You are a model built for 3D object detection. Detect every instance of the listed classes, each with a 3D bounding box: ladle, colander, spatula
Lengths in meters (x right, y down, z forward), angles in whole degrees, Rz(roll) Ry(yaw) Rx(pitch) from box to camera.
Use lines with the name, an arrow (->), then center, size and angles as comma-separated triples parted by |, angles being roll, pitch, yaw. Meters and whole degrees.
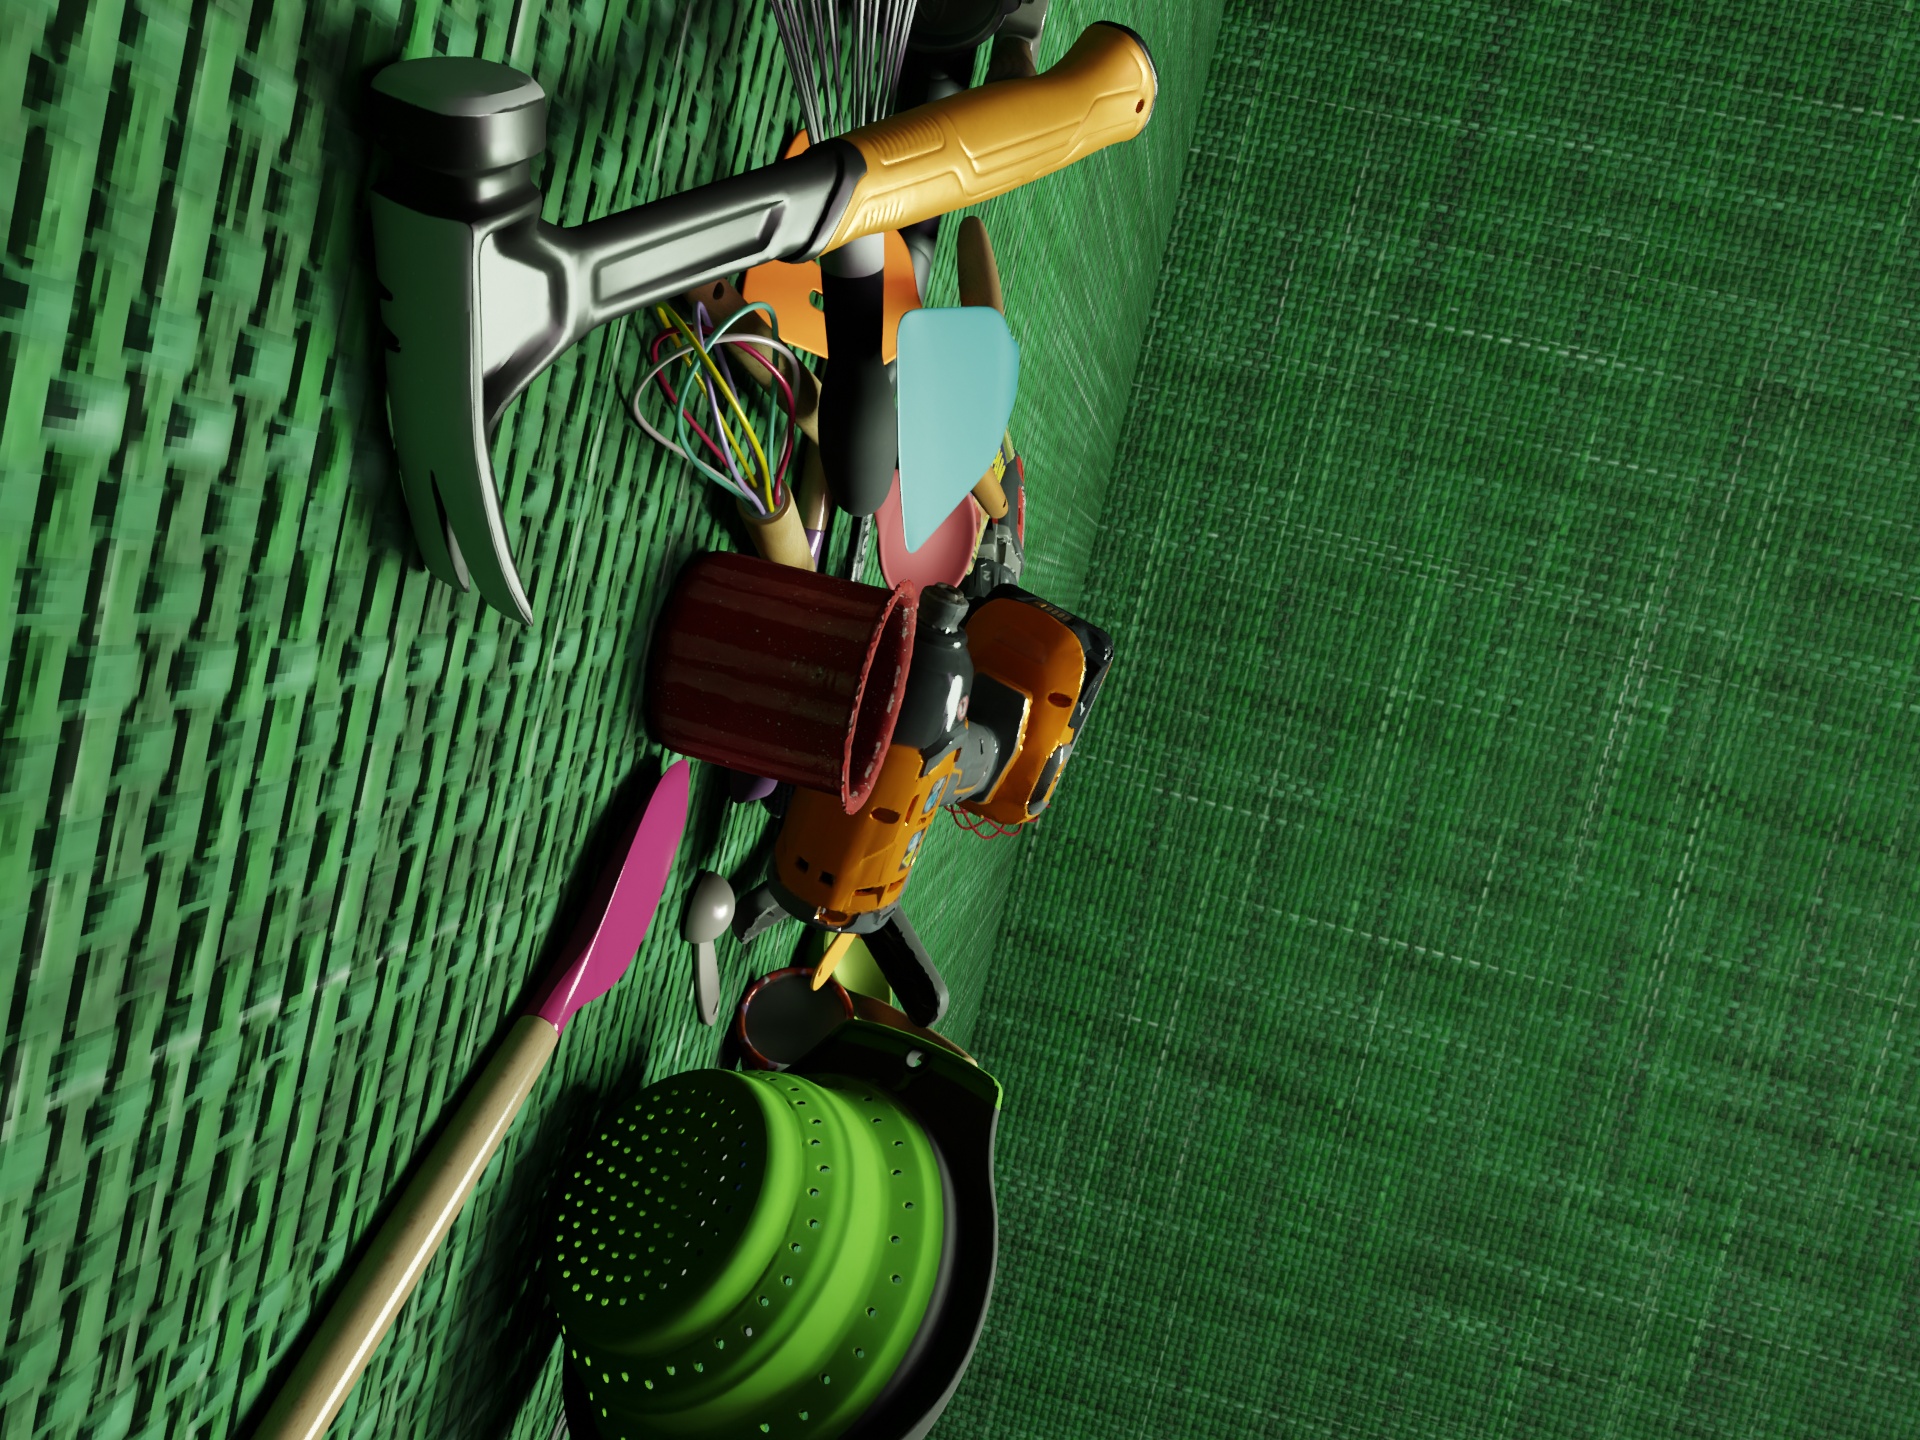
ladle -> -0.035, 0.163, 0.909 | 0.078, 0.062, 0.320 | 66, -16, -6
colander -> -0.137, 0.270, 0.599 | 0.397, 0.205, 0.094 | -56, 131, -22
ladle -> -0.049, -0.113, 0.651 | 0.315, 0.031, 0.069 | 38, 72, -72
spatula -> -0.021, -0.150, 0.730 | 0.322, 0.041, 0.081 | 42, 63, -74
spatula -> -0.001, -0.167, 0.652 | 0.318, 0.044, 0.082 | -92, 180, -61
spatula -> -0.065, -0.113, 0.722 | 0.059, 0.018, 0.316 | -12, 117, -68

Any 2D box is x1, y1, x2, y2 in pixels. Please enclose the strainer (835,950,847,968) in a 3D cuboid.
strainer -> -0.060, 0.077, 1.069 | 0.087, 0.050, 0.258 | -120, -133, -79

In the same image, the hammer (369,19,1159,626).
hammer -> -0.029, -0.149, 0.466 | 0.337, 0.034, 0.127 | -41, 149, -46

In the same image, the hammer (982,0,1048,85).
hammer -> 0.023, -0.290, 0.723 | 0.331, 0.031, 0.130 | -86, -175, -63

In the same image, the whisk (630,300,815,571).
whisk -> -0.077, -0.093, 0.586 | 0.245, 0.047, 0.051 | 86, 29, -79

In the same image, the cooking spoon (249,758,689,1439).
cooking spoon -> -0.149, 0.119, 0.516 | 0.319, 0.017, 0.068 | -68, 171, -52

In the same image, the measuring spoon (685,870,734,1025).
measuring spoon -> -0.117, 0.116, 0.766 | 0.124, 0.018, 0.034 | 97, 10, -51

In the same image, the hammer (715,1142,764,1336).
hammer -> -0.139, 0.352, 0.997 | 0.144, 0.035, 0.405 | -68, 170, -47

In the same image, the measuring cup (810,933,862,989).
measuring cup -> -0.078, 0.100, 0.917 | 0.174, 0.052, 0.095 | -58, 161, -63

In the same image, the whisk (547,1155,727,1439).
whisk -> -0.145, 0.272, 0.760 | 0.055, 0.055, 0.239 | 97, 6, -46

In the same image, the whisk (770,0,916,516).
whisk -> -0.038, -0.188, 0.524 | 0.070, 0.070, 0.284 | -68, 165, -48

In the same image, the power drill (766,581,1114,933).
power drill -> -0.001, -0.002, 0.781 | 0.226, 0.084, 0.164 | -28, 143, -63

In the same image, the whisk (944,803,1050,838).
whisk -> -0.004, 0.037, 1.003 | 0.295, 0.073, 0.073 | 19, 85, -71

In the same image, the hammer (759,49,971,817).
hammer -> -0.037, -0.159, 0.789 | 0.149, 0.036, 0.408 | -60, 162, -70

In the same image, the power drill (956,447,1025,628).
power drill -> 0.013, -0.058, 1.100 | 0.226, 0.080, 0.188 | 88, 4, -58
